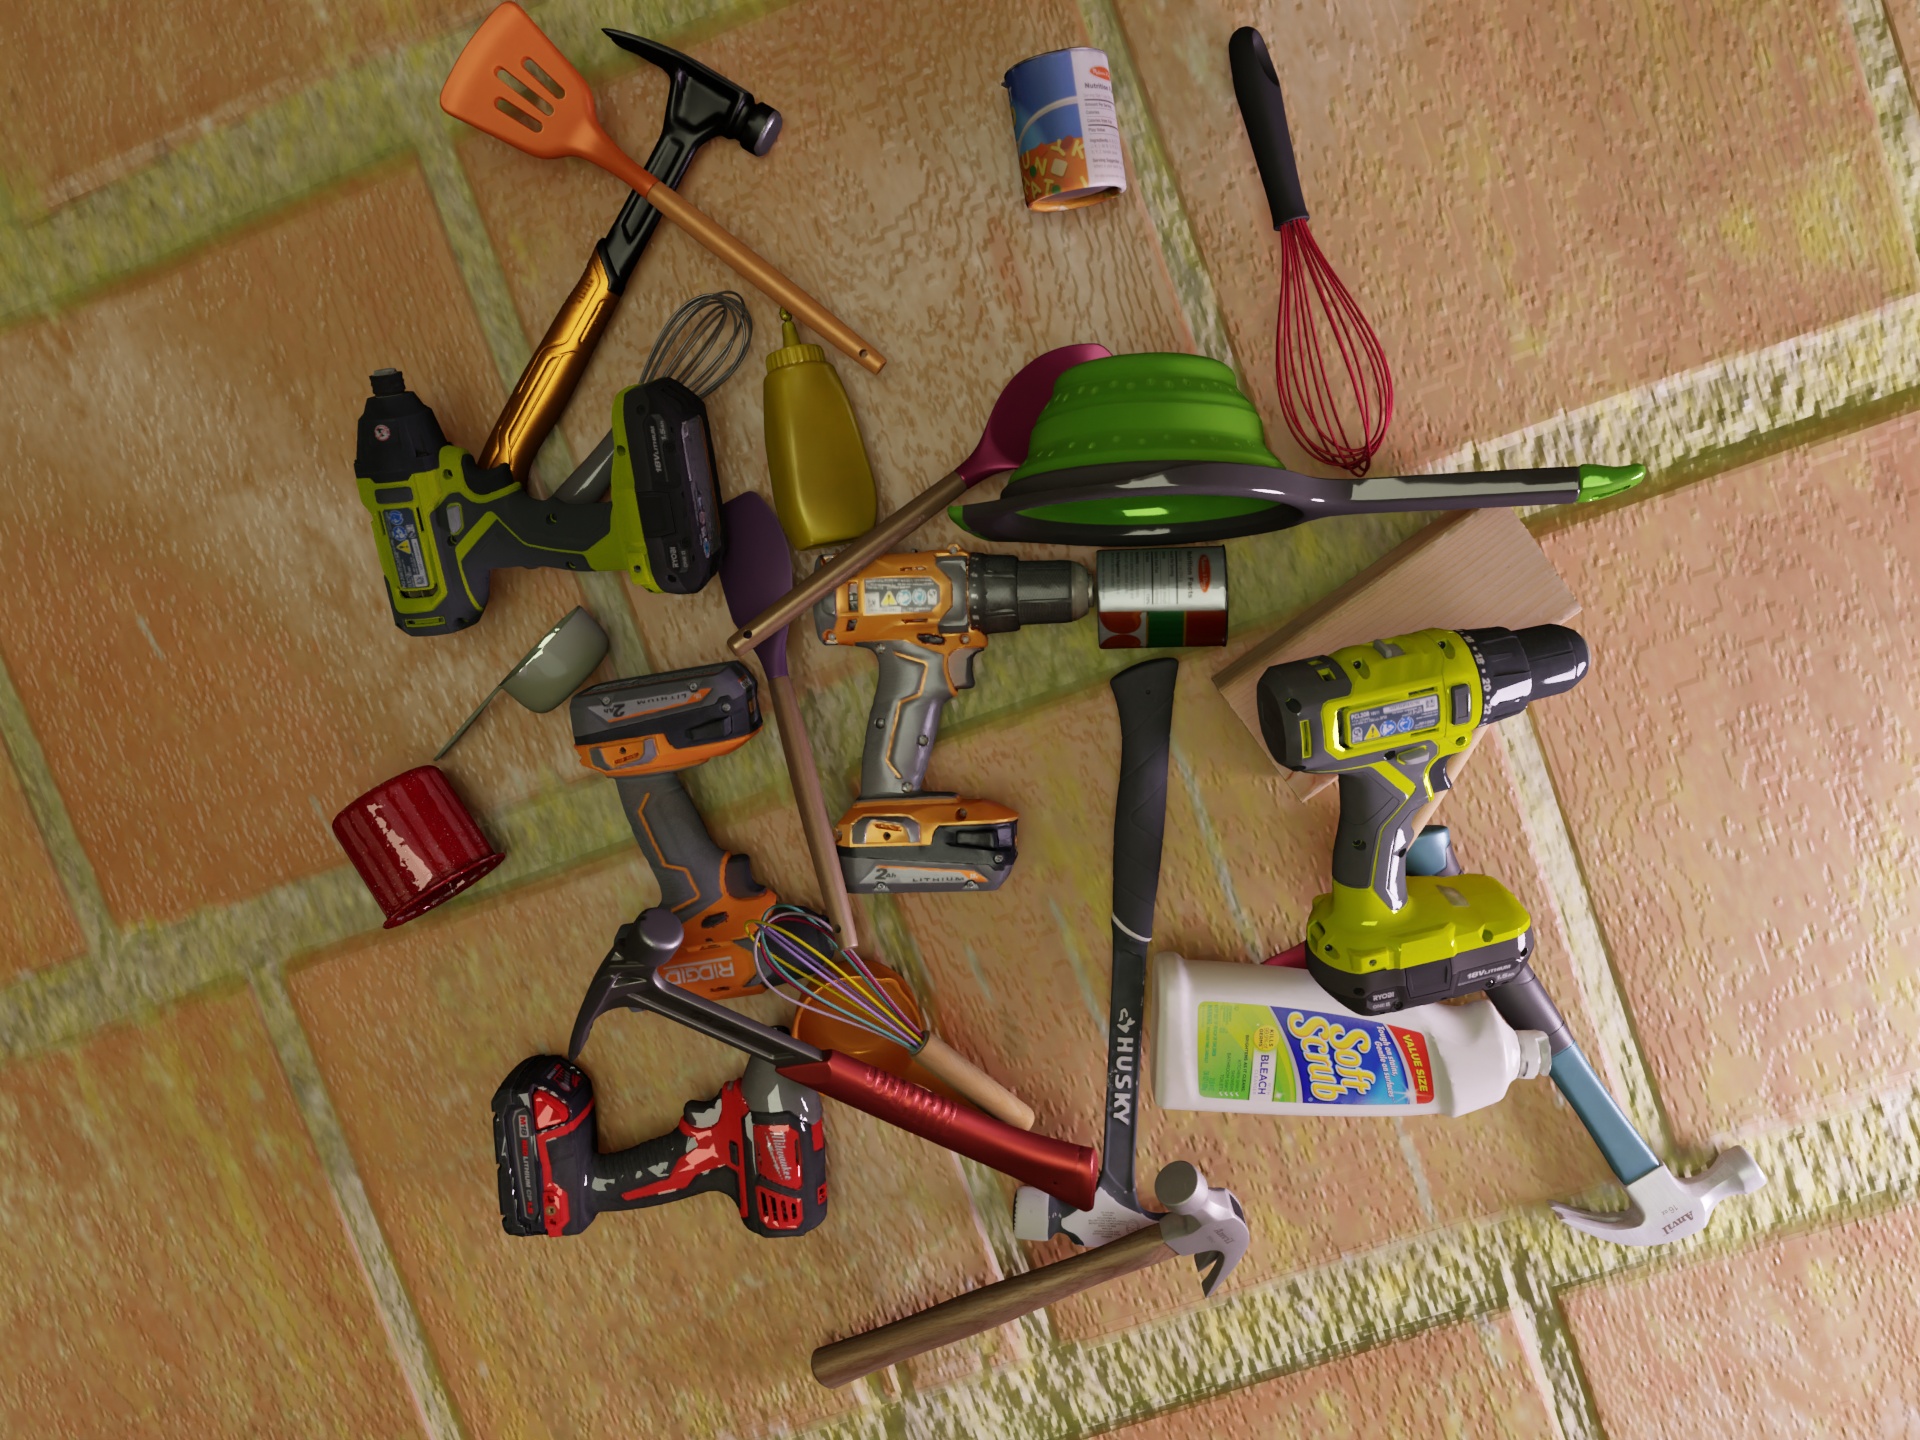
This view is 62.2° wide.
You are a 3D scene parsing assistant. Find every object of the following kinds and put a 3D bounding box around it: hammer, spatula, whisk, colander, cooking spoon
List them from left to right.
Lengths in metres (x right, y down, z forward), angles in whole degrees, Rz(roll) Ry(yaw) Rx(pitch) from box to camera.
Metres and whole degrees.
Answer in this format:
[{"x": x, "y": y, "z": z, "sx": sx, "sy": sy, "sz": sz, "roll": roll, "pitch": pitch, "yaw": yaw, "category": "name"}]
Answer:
[{"x": -0.253, "y": -0.286, "z": 1.065, "sx": 0.127, "sy": 0.034, "sz": 0.337, "roll": 30, "pitch": 98, "yaw": 1, "category": "hammer"}, {"x": -0.222, "y": -0.192, "z": 1.070, "sx": 0.055, "sy": 0.055, "sz": 0.239, "roll": 43, "pitch": 103, "yaw": -1, "category": "whisk"}, {"x": -0.180, "y": -0.325, "z": 1.018, "sx": 0.322, "sy": 0.041, "sz": 0.081, "roll": 37, "pitch": 97, "yaw": -2, "category": "spatula"}, {"x": -0.111, "y": -0.004, "z": 1.043, "sx": 0.060, "sy": 0.018, "sz": 0.316, "roll": -22, "pitch": 75, "yaw": 27, "category": "spatula"}, {"x": -0.073, "y": 0.241, "z": 1.035, "sx": 0.359, "sy": 0.037, "sz": 0.149, "roll": 26, "pitch": 130, "yaw": -11, "category": "hammer"}, {"x": -0.045, "y": 0.199, "z": 1.045, "sx": 0.244, "sy": 0.051, "sz": 0.047, "roll": 40, "pitch": 120, "yaw": -18, "category": "whisk"}, {"x": -0.021, "y": -0.141, "z": 1.030, "sx": 0.319, "sy": 0.017, "sz": 0.069, "roll": -37, "pitch": 87, "yaw": -9, "category": "cooking spoon"}, {"x": 0.043, "y": 0.393, "z": 1.087, "sx": 0.331, "sy": 0.031, "sz": 0.129, "roll": -27, "pitch": 132, "yaw": 18, "category": "hammer"}, {"x": 0.120, "y": 0.161, "z": 1.080, "sx": 0.149, "sy": 0.036, "sz": 0.409, "roll": 3, "pitch": 96, "yaw": 4, "category": "hammer"}, {"x": 0.192, "y": -0.167, "z": 0.946, "sx": 0.397, "sy": 0.204, "sz": 0.094, "roll": -1, "pitch": 88, "yaw": 14, "category": "colander"}, {"x": 0.215, "y": -0.297, "z": 1.011, "sx": 0.073, "sy": 0.073, "sz": 0.296, "roll": -15, "pitch": 90, "yaw": 7, "category": "whisk"}, {"x": 0.390, "y": 0.207, "z": 1.061, "sx": 0.128, "sy": 0.033, "sz": 0.331, "roll": -35, "pitch": 92, "yaw": 7, "category": "hammer"}]

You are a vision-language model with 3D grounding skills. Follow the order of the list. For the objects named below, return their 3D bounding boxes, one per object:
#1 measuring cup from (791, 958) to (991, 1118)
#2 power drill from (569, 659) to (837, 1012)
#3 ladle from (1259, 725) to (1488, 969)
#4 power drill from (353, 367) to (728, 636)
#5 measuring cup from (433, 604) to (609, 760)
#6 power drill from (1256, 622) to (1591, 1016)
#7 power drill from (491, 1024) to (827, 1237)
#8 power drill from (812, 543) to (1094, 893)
[{"x": -0.035, "y": 0.228, "z": 1.097, "sx": 0.173, "sy": 0.052, "sz": 0.095, "roll": 30, "pitch": 98, "yaw": -11, "category": "measuring cup"}, {"x": -0.167, "y": 0.079, "z": 1.077, "sx": 0.164, "sy": 0.084, "sz": 0.226, "roll": -9, "pitch": 100, "yaw": 6, "category": "power drill"}, {"x": 0.272, "y": 0.095, "z": 1.037, "sx": 0.069, "sy": 0.031, "sz": 0.315, "roll": 28, "pitch": 109, "yaw": -3, "category": "ladle"}, {"x": -0.275, "y": -0.149, "z": 1.027, "sx": 0.223, "sy": 0.080, "sz": 0.171, "roll": -4, "pitch": 109, "yaw": 8, "category": "power drill"}, {"x": -0.302, "y": -0.012, "z": 1.092, "sx": 0.038, "sy": 0.083, "sz": 0.167, "roll": 43, "pitch": 115, "yaw": -15, "category": "measuring cup"}, {"x": 0.284, "y": 0.052, "z": 0.958, "sx": 0.190, "sy": 0.080, "sz": 0.228, "roll": -12, "pitch": 115, "yaw": -5, "category": "power drill"}, {"x": -0.204, "y": 0.286, "z": 1.105, "sx": 0.219, "sy": 0.078, "sz": 0.143, "roll": -2, "pitch": 96, "yaw": 3, "category": "power drill"}, {"x": -0.002, "y": -0.003, "z": 1.053, "sx": 0.185, "sy": 0.084, "sz": 0.226, "roll": -2, "pitch": 91, "yaw": 5, "category": "power drill"}]
